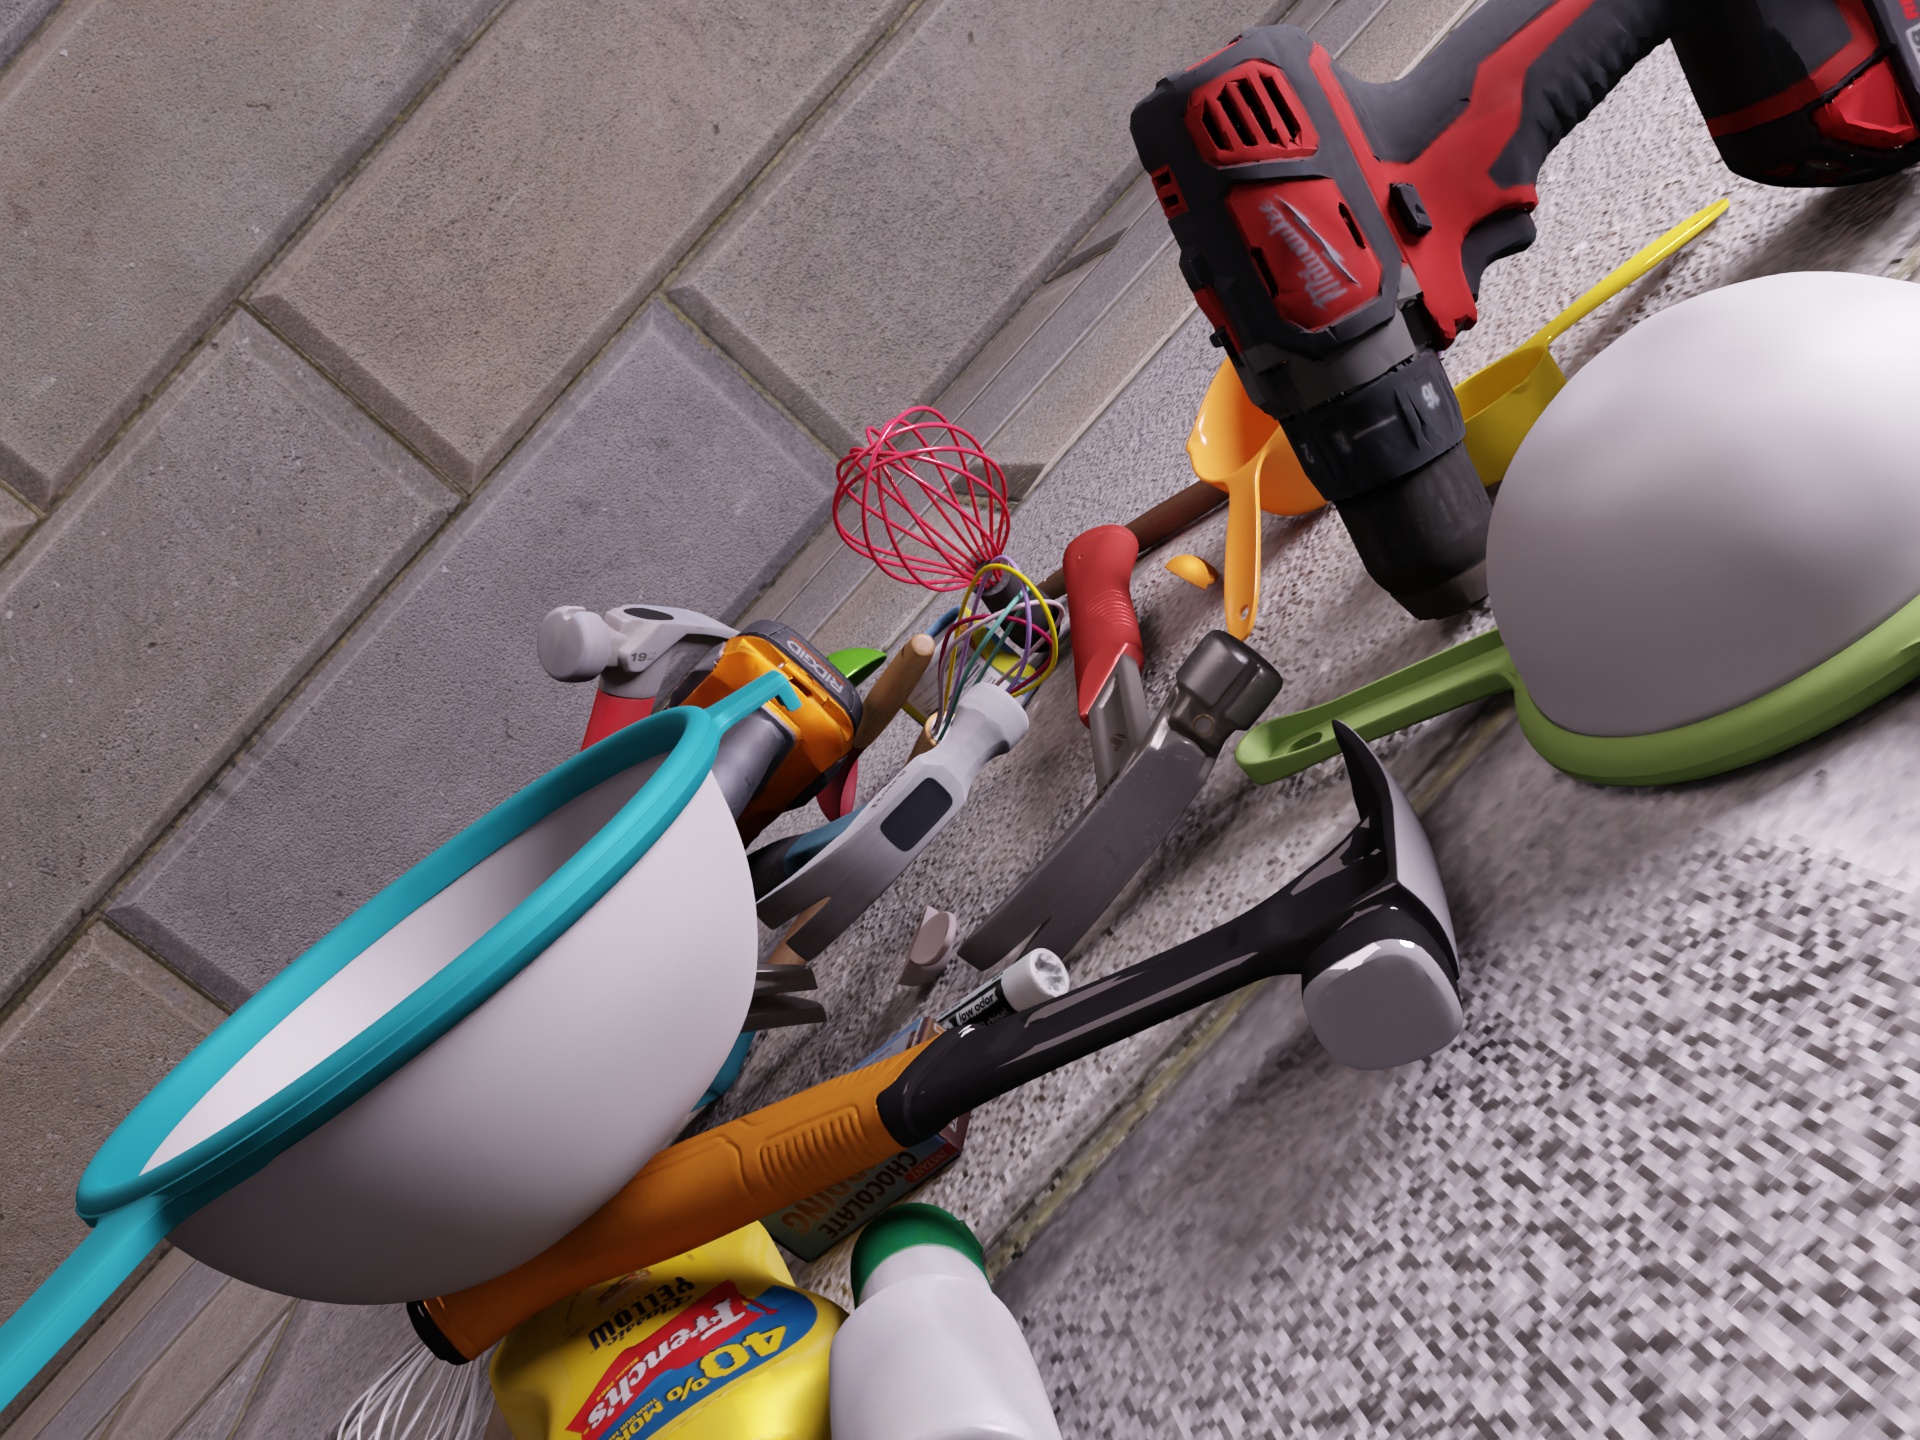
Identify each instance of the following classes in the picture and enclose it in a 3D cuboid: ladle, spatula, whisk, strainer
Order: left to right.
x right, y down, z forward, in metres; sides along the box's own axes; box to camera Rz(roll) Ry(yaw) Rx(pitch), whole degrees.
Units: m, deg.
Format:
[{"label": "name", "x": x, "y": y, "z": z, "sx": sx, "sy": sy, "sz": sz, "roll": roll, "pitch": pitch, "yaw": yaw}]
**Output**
[{"label": "strainer", "x": -0.155, "y": 0.127, "z": 0.413, "sx": 0.211, "sy": 0.095, "sz": 0.340, "roll": -26, "pitch": 18, "yaw": 35}, {"label": "whisk", "x": -0.237, "y": 0.287, "z": 0.785, "sx": 0.059, "sy": 0.057, "sz": 0.246, "roll": -9, "pitch": 20, "yaw": 11}, {"label": "spatula", "x": -0.095, "y": 0.114, "z": 0.819, "sx": 0.082, "sy": 0.044, "sz": 0.318, "roll": -33, "pitch": 18, "yaw": 55}, {"label": "ladle", "x": -0.048, "y": 0.004, "z": 0.846, "sx": 0.315, "sy": 0.031, "sz": 0.069, "roll": 131, "pitch": 145, "yaw": -72}, {"label": "whisk", "x": 0.000, "y": -0.001, "z": 0.752, "sx": 0.245, "sy": 0.047, "sz": 0.051, "roll": 119, "pitch": 176, "yaw": -61}, {"label": "whisk", "x": 0.009, "y": -0.077, "z": 0.763, "sx": 0.073, "sy": 0.073, "sz": 0.295, "roll": -47, "pitch": -19, "yaw": 3}, {"label": "spatula", "x": 0.129, "y": -0.117, "z": 0.827, "sx": 0.316, "sy": 0.018, "sz": 0.060, "roll": -27, "pitch": 25, "yaw": 55}, {"label": "strainer", "x": 0.150, "y": -0.044, "z": 0.423, "sx": 0.256, "sy": 0.069, "sz": 0.151, "roll": -30, "pitch": 22, "yaw": 50}]

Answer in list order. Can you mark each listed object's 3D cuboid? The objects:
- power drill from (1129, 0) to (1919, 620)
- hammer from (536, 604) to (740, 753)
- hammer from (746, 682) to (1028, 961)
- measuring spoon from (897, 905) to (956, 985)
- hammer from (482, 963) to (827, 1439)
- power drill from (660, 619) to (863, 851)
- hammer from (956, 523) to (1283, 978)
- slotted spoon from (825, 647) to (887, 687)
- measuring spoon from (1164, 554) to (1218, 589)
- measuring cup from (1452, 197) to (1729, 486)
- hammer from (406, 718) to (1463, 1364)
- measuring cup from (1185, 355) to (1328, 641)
[{"label": "power drill", "x": 0.186, "y": -0.155, "z": 0.487, "sx": 0.226, "sy": 0.188, "sz": 0.080, "roll": -28, "pitch": 10, "yaw": 5}, {"label": "hammer", "x": -0.211, "y": 0.122, "z": 0.877, "sx": 0.143, "sy": 0.038, "sz": 0.386, "roll": -2, "pitch": -66, "yaw": -56}, {"label": "hammer", "x": -0.078, "y": 0.068, "z": 0.779, "sx": 0.128, "sy": 0.033, "sz": 0.331, "roll": -49, "pitch": 9, "yaw": -25}, {"label": "measuring spoon", "x": -0.007, "y": 0.088, "z": 0.612, "sx": 0.124, "sy": 0.018, "sz": 0.034, "roll": 128, "pitch": 163, "yaw": -78}, {"label": "hammer", "x": -0.138, "y": 0.229, "z": 0.569, "sx": 0.146, "sy": 0.038, "sz": 0.411, "roll": -10, "pitch": 29, "yaw": 7}, {"label": "power drill", "x": -0.138, "y": 0.060, "z": 0.722, "sx": 0.164, "sy": 0.084, "sz": 0.227, "roll": -42, "pitch": 11, "yaw": 28}, {"label": "hammer", "x": 0.060, "y": -0.019, "z": 0.706, "sx": 0.149, "sy": 0.036, "sz": 0.359, "roll": -52, "pitch": 10, "yaw": 16}, {"label": "slotted spoon", "x": -0.146, "y": 0.074, "z": 0.872, "sx": 0.314, "sy": 0.031, "sz": 0.070, "roll": -53, "pitch": 1, "yaw": -16}, {"label": "measuring spoon", "x": 0.105, "y": -0.069, "z": 0.703, "sx": 0.011, "sy": 0.021, "sz": 0.117, "roll": -61, "pitch": -7, "yaw": 13}, {"label": "measuring cup", "x": 0.225, "y": -0.134, "z": 0.569, "sx": 0.156, "sy": 0.029, "sz": 0.062, "roll": -38, "pitch": 11, "yaw": -11}, {"label": "hammer", "x": -0.024, "y": 0.106, "z": 0.448, "sx": 0.337, "sy": 0.034, "sz": 0.127, "roll": -28, "pitch": 15, "yaw": 20}, {"label": "measuring cup", "x": 0.142, "y": -0.098, "z": 0.681, "sx": 0.095, "sy": 0.052, "sz": 0.174, "roll": -38, "pitch": 37, "yaw": 52}]
